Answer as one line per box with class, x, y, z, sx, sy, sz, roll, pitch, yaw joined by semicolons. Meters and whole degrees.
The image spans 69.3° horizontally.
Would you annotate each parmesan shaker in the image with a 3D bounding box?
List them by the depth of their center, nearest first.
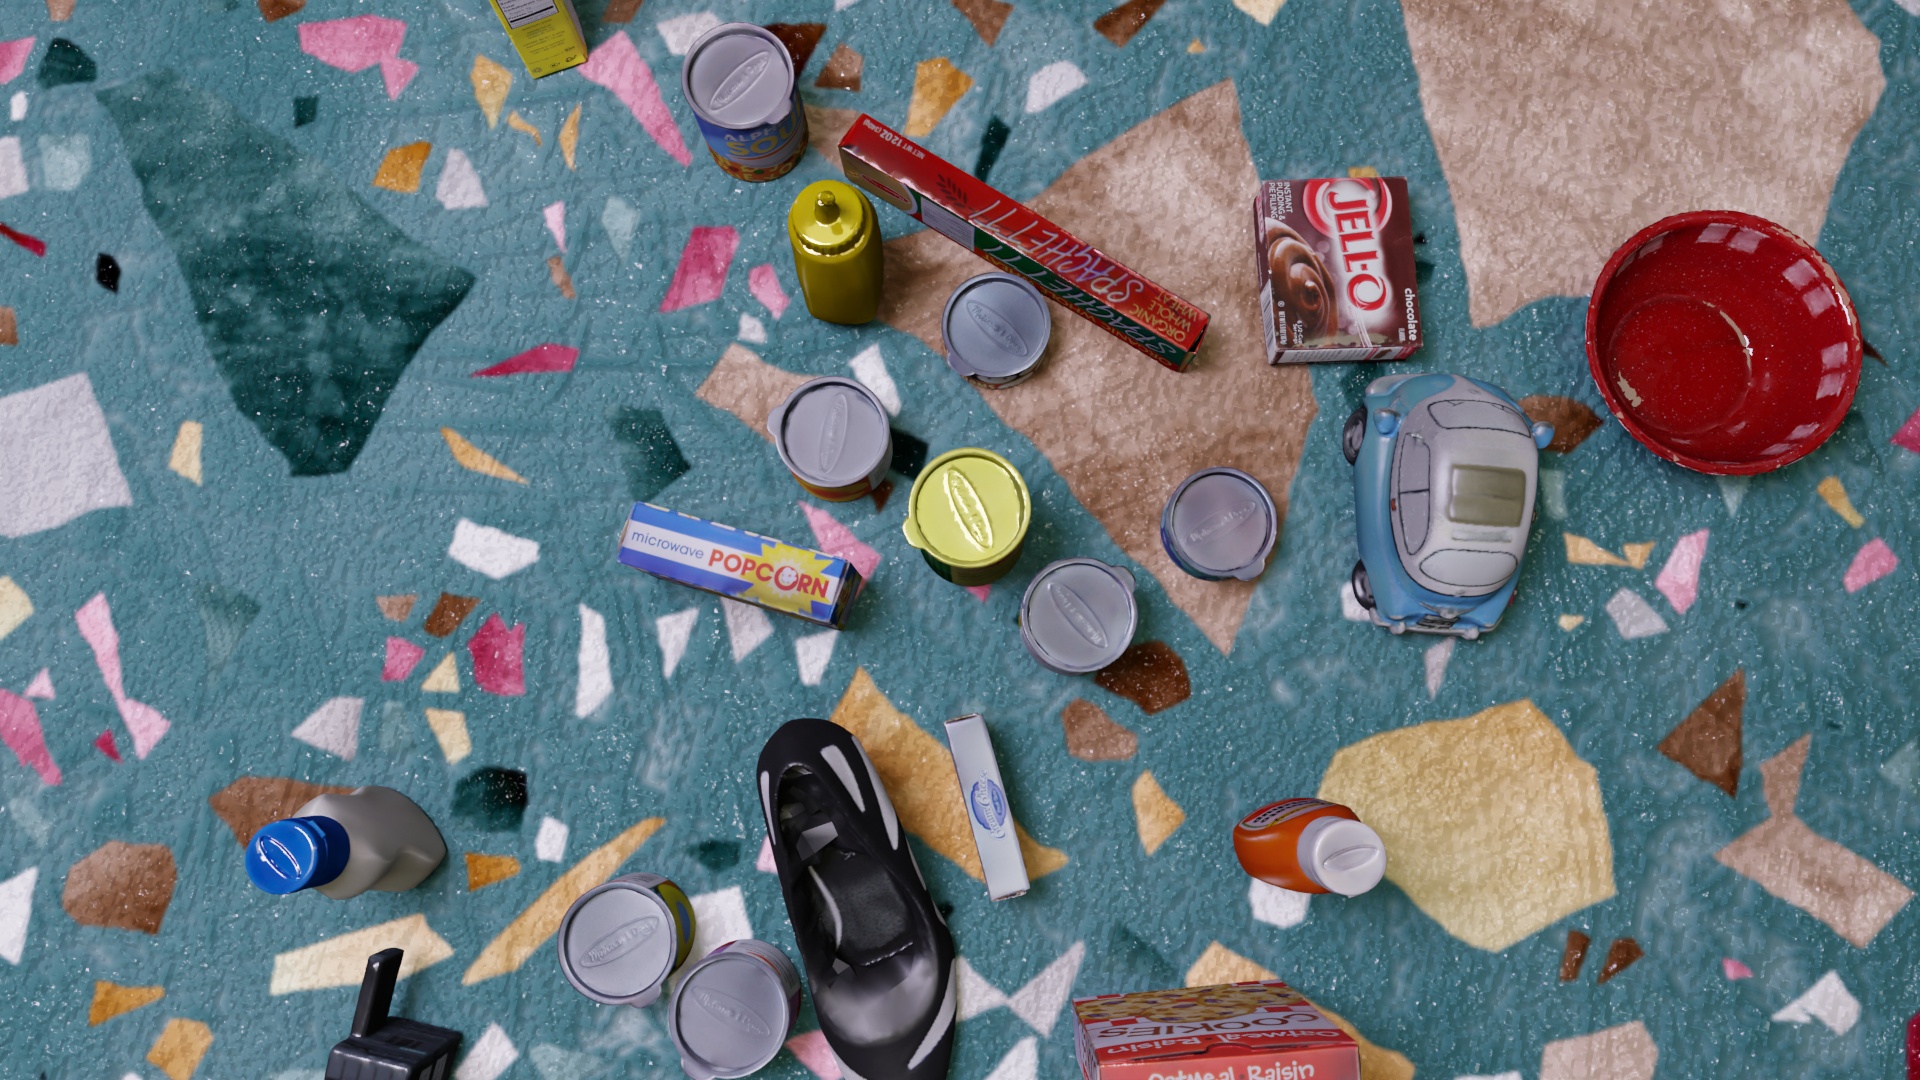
parmesan shaker;0.003;-0.010;0.798;0.071;0.103;0.071;0;82;0

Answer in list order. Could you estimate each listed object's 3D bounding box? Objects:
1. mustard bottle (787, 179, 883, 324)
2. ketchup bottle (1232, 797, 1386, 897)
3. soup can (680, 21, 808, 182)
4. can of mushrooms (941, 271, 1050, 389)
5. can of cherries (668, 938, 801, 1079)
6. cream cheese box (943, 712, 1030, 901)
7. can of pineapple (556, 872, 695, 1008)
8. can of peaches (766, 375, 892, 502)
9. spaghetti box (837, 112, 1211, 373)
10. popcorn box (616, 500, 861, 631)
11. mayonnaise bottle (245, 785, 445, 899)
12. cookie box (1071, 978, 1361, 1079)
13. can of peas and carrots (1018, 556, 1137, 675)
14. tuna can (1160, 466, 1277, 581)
mustard bottle;-0.071;-0.171;0.794;0.049;0.160;0.065;2;82;1
ketchup bottle;0.191;0.165;0.748;0.065;0.148;0.043;-18;82;-2
soup can;-0.127;-0.263;0.847;0.071;0.083;0.071;0;82;0
can of mushrooms;0.020;-0.126;0.851;0.071;0.033;0.071;0;82;0
can of cherries;-0.127;0.263;0.780;0.071;0.058;0.071;0;82;0
cream cheese box;0.015;0.151;0.799;0.024;0.053;0.104;-15;82;-2
can of pineapple;-0.187;0.226;0.786;0.071;0.058;0.071;0;82;0
can of peaches;-0.076;-0.060;0.829;0.071;0.058;0.071;0;82;0
spaghetti box;0.039;-0.180;0.851;0.250;0.050;0.029;31;83;5
popcorn box;-0.126;0.016;0.804;0.127;0.085;0.038;16;82;3
mayonnaise bottle;-0.332;0.165;0.751;0.065;0.148;0.041;44;85;6
cookie box;0.126;0.266;0.724;0.123;0.167;0.040;-5;82;0
can of peas and carrots;0.069;0.044;0.812;0.071;0.058;0.071;0;82;0
tuna can;0.155;-0.007;0.833;0.071;0.033;0.071;0;82;0
